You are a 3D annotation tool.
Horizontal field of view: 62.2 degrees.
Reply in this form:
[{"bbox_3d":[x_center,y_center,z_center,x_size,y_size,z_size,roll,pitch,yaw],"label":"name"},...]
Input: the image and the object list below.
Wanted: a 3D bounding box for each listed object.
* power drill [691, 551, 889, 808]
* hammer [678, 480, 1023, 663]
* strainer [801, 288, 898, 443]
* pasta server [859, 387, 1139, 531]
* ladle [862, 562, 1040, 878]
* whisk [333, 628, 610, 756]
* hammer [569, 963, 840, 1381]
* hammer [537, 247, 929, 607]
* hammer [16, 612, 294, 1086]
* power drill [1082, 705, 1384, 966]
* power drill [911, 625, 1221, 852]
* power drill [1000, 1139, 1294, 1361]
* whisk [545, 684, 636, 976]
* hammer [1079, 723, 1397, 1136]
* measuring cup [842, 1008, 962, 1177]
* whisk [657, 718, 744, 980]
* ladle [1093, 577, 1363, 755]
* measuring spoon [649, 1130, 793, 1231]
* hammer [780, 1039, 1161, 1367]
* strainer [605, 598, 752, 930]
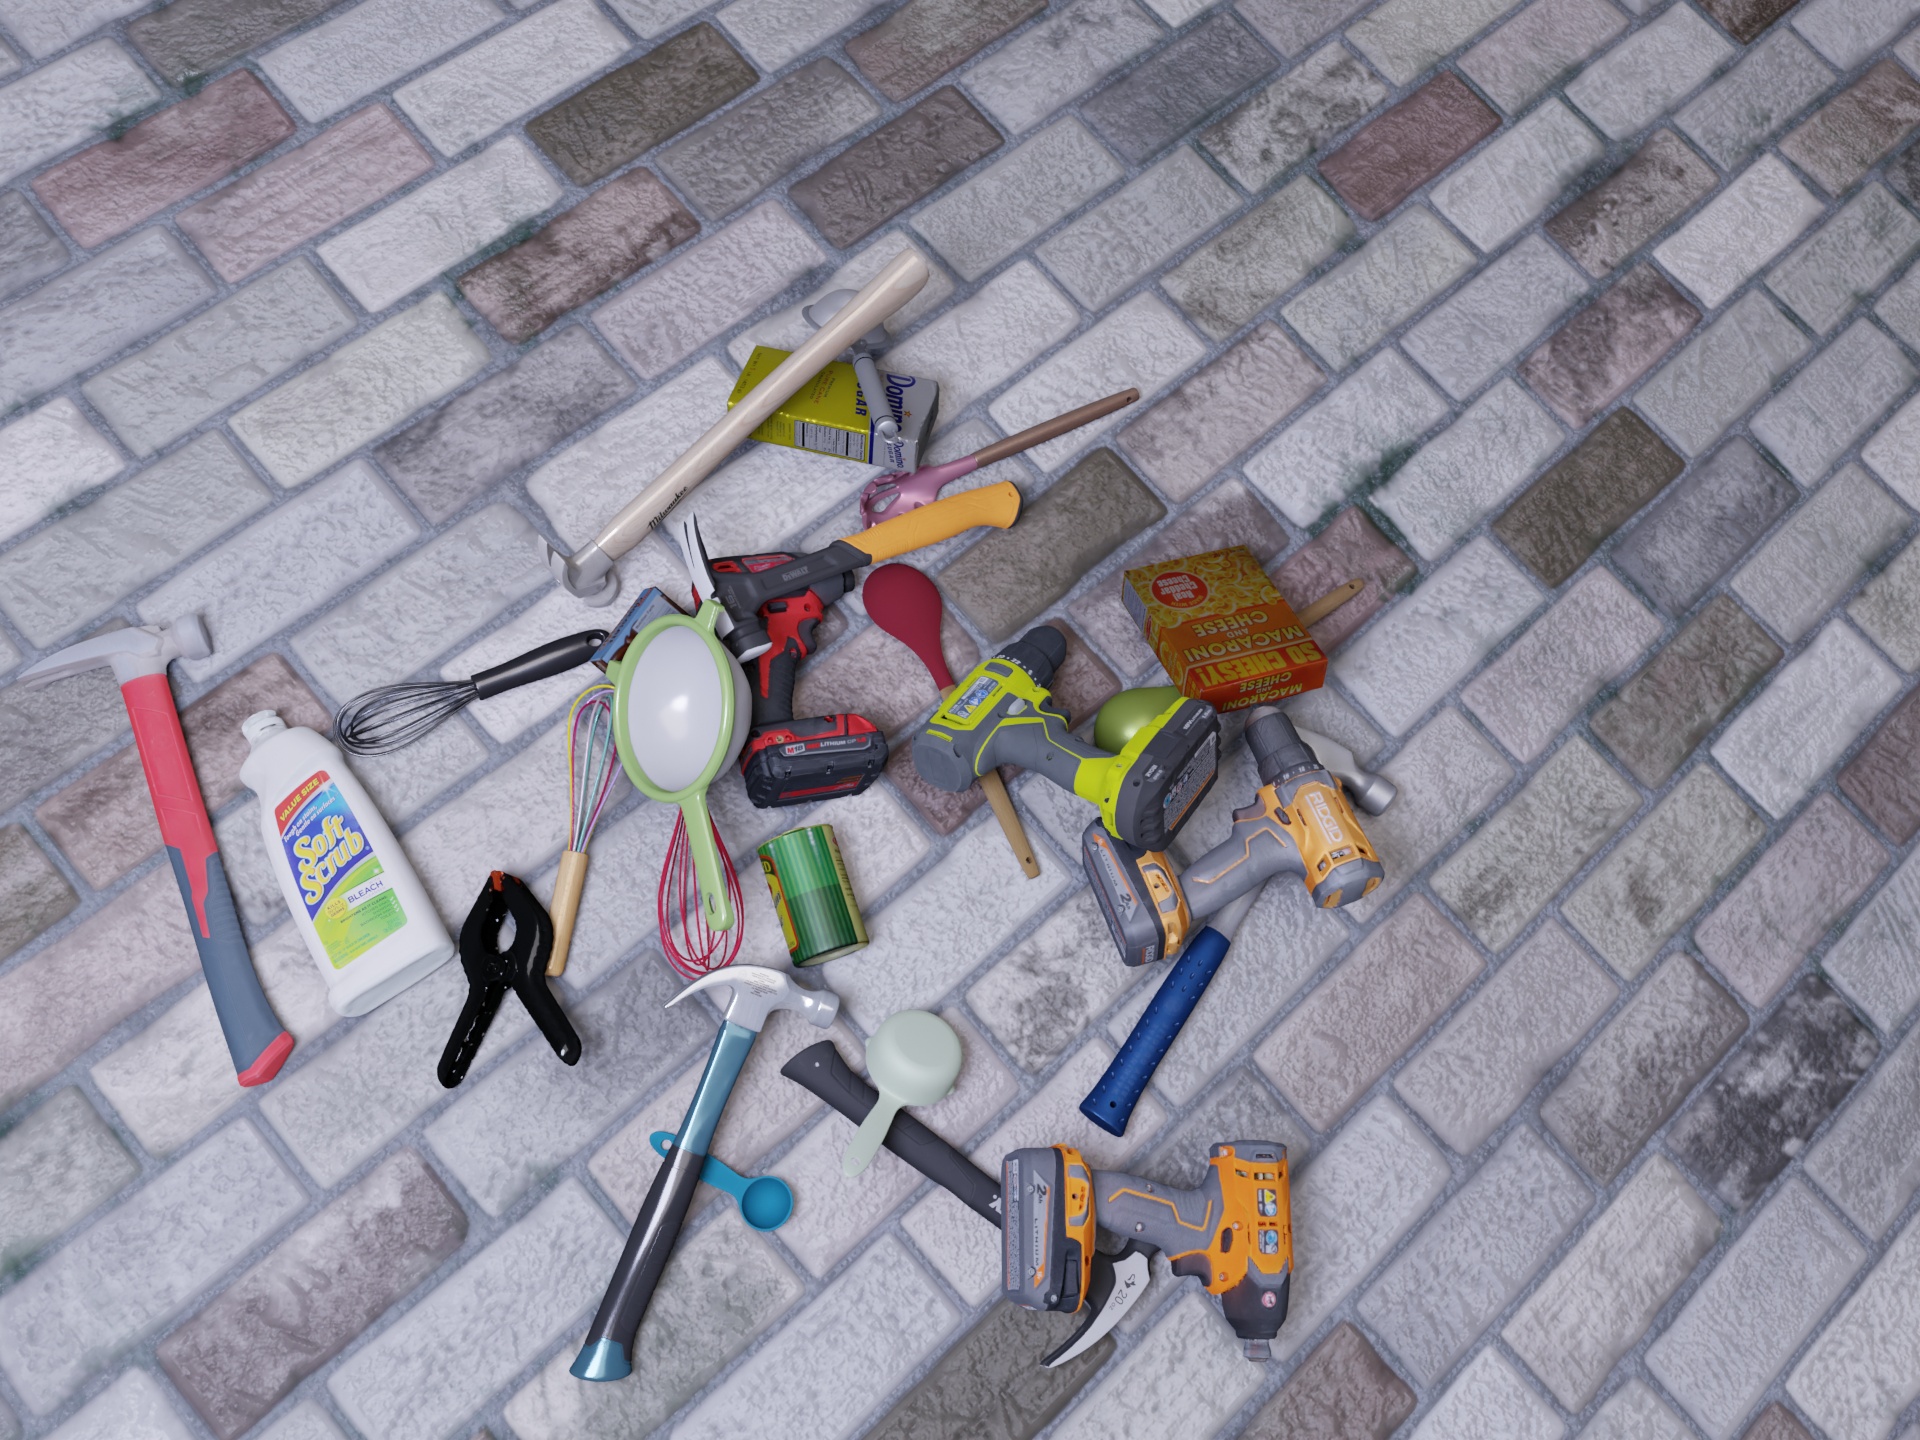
[{"bbox_3d":[-0.140,-0.044,1.362,0.143,0.078,0.220,-8,69,-23],"label":"power drill"},{"bbox_3d":[-0.080,-0.159,1.380,0.337,0.034,0.127,-24,85,-35],"label":"hammer"},{"bbox_3d":[-0.086,-0.325,1.423,0.086,0.050,0.259,6,43,-25],"label":"strainer"},{"bbox_3d":[0.039,-0.248,1.482,0.316,0.060,0.040,-26,37,-19],"label":"pasta server"},{"bbox_3d":[-0.002,-0.004,1.401,0.069,0.031,0.315,-22,78,-17],"label":"ladle"},{"bbox_3d":[-0.406,-0.030,1.334,0.239,0.055,0.055,-23,77,-20],"label":"whisk"},{"bbox_3d":[-0.212,0.343,1.221,0.128,0.033,0.331,24,78,-9],"label":"hammer"},{"bbox_3d":[-0.185,-0.255,1.337,0.410,0.146,0.038,-44,83,-4],"label":"hammer"},{"bbox_3d":[-0.621,0.107,1.254,0.143,0.038,0.386,-20,76,-14],"label":"hammer"},{"bbox_3d":[0.216,0.093,1.339,0.226,0.084,0.186,-18,61,-5],"label":"power drill"},{"bbox_3d":[0.098,0.006,1.330,0.229,0.080,0.190,20,49,29],"label":"power drill"},{"bbox_3d":[0.149,0.407,1.224,0.226,0.084,0.164,4,70,-13],"label":"power drill"},{"bbox_3d":[-0.316,0.088,1.310,0.047,0.051,0.245,21,71,-39],"label":"whisk"},{"bbox_3d":[0.223,0.173,1.373,0.144,0.035,0.405,36,70,3],"label":"hammer"},{"bbox_3d":[-0.050,0.289,1.243,0.083,0.038,0.168,30,35,4],"label":"measuring cup"},{"bbox_3d":[-0.221,0.073,1.324,0.073,0.073,0.296,-4,66,-11],"label":"whisk"},{"bbox_3d":[0.252,-0.049,1.456,0.320,0.062,0.078,-31,71,-24],"label":"ladle"},{"bbox_3d":[-0.190,0.360,1.256,0.128,0.021,0.042,27,69,10],"label":"measuring spoon"},{"bbox_3d":[-0.003,0.370,1.271,0.335,0.035,0.146,36,69,4],"label":"hammer"},{"bbox_3d":[-0.198,0.041,1.268,0.069,0.151,0.256,1,69,-48],"label":"strainer"}]
